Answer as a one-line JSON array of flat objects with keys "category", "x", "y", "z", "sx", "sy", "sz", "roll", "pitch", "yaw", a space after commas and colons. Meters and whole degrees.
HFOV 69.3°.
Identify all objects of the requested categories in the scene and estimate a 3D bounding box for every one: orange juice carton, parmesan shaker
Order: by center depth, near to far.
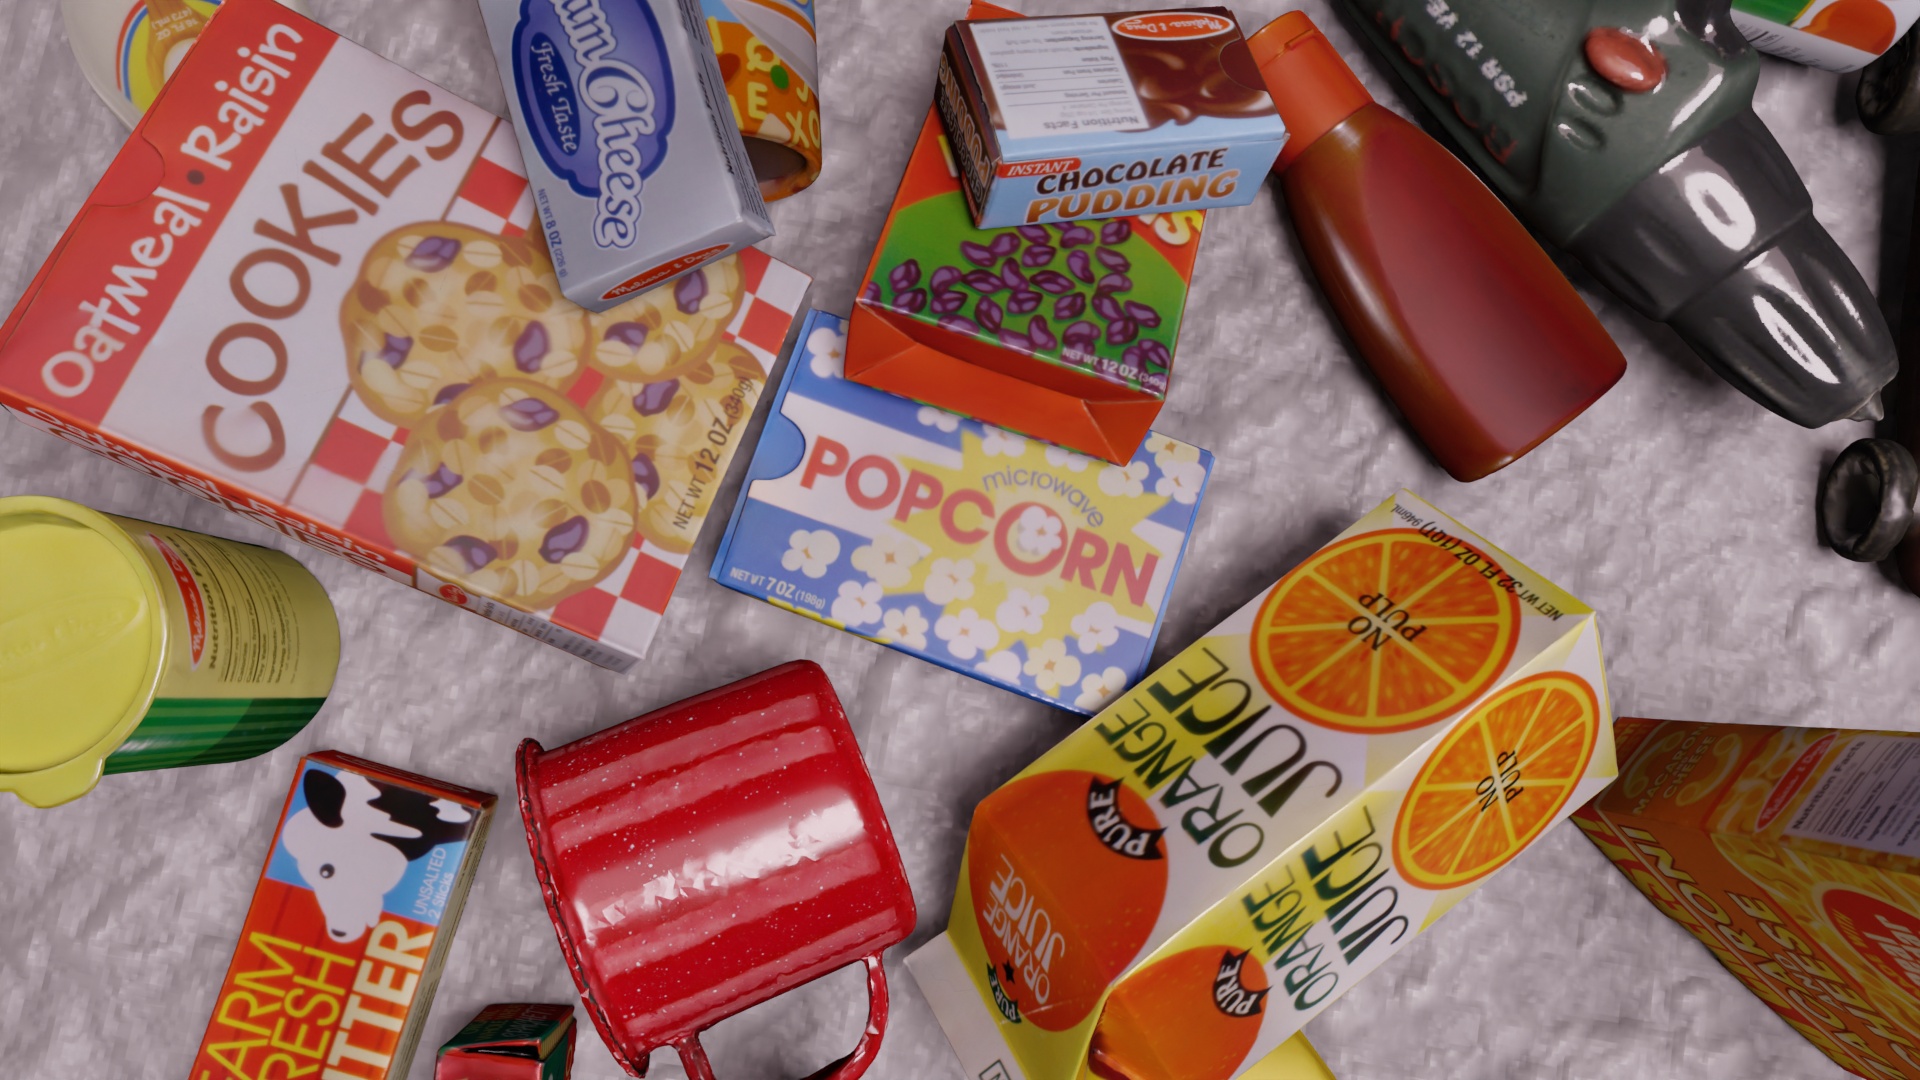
[{"category": "parmesan shaker", "x": -0.213, "y": 0.031, "z": 0.360, "sx": 0.071, "sy": 0.103, "sz": 0.071, "roll": 0, "pitch": 83, "yaw": -3}, {"category": "orange juice carton", "x": 0.076, "y": 0.079, "z": 0.374, "sx": 0.193, "sy": 0.072, "sz": 0.072, "roll": -35, "pitch": 130, "yaw": -7}]

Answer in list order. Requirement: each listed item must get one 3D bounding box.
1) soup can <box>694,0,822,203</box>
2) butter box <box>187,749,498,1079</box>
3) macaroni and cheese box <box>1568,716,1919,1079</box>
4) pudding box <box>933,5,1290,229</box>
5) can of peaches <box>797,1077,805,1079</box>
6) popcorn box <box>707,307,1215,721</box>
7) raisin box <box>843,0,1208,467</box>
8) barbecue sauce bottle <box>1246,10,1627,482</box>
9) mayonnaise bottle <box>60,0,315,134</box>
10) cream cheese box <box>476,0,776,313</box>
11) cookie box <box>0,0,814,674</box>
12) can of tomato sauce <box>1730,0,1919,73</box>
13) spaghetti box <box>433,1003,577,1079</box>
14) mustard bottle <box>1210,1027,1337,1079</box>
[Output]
[{"category": "soup can", "x": -0.072, "y": -0.148, "z": 0.408, "sx": 0.071, "sy": 0.071, "sz": 0.084, "roll": -3, "pitch": 84, "yaw": -4}, {"category": "butter box", "x": -0.174, "y": 0.116, "z": 0.392, "sx": 0.053, "sy": 0.024, "sz": 0.103, "roll": 17, "pitch": 83, "yaw": -2}, {"category": "macaroni and cheese box", "x": 0.241, "y": 0.101, "z": 0.348, "sx": 0.124, "sy": 0.166, "sz": 0.040, "roll": 43, "pitch": 84, "yaw": 2}, {"category": "pudding box", "x": 0.040, "y": -0.114, "z": 0.375, "sx": 0.084, "sy": 0.030, "sz": 0.050, "roll": -9, "pitch": 64, "yaw": -16}, {"category": "can of peaches", "x": -0.041, "y": 0.190, "z": 0.369, "sx": 0.058, "sy": 0.071, "sz": 0.071, "roll": 39, "pitch": 83, "yaw": 2}, {"category": "popcorn box", "x": 0.001, "y": -0.005, "z": 0.410, "sx": 0.127, "sy": 0.038, "sz": 0.085, "roll": 20, "pitch": 83, "yaw": -1}, {"category": "raisin box", "x": 0.025, "y": -0.092, "z": 0.400, "sx": 0.086, "sy": 0.040, "sz": 0.124, "roll": 17, "pitch": 59, "yaw": -1}, {"category": "barbecue sauce bottle", "x": 0.135, "y": -0.093, "z": 0.426, "sx": 0.065, "sy": 0.043, "sz": 0.148, "roll": -34, "pitch": 86, "yaw": -20}, {"category": "mayonnaise bottle", "x": -0.201, "y": -0.102, "z": 0.407, "sx": 0.065, "sy": 0.041, "sz": 0.148, "roll": -27, "pitch": 86, "yaw": -9}, {"category": "cream cheese box", "x": -0.089, "y": -0.117, "z": 0.361, "sx": 0.053, "sy": 0.024, "sz": 0.104, "roll": -20, "pitch": 81, "yaw": 10}, {"category": "cookie box", "x": -0.140, "y": -0.054, "z": 0.374, "sx": 0.167, "sy": 0.040, "sz": 0.123, "roll": 26, "pitch": 70, "yaw": -15}, {"category": "can of tomato sauce", "x": 0.252, "y": -0.191, "z": 0.432, "sx": 0.083, "sy": 0.071, "sz": 0.071, "roll": 16, "pitch": 83, "yaw": -2}, {"category": "spaghetti box", "x": -0.134, "y": 0.253, "z": 0.366, "sx": 0.029, "sy": 0.050, "sz": 0.250, "roll": 6, "pitch": 83, "yaw": -4}, {"category": "mustard bottle", "x": 0.039, "y": 0.196, "z": 0.383, "sx": 0.160, "sy": 0.048, "sz": 0.065, "roll": -36, "pitch": 85, "yaw": -7}]
